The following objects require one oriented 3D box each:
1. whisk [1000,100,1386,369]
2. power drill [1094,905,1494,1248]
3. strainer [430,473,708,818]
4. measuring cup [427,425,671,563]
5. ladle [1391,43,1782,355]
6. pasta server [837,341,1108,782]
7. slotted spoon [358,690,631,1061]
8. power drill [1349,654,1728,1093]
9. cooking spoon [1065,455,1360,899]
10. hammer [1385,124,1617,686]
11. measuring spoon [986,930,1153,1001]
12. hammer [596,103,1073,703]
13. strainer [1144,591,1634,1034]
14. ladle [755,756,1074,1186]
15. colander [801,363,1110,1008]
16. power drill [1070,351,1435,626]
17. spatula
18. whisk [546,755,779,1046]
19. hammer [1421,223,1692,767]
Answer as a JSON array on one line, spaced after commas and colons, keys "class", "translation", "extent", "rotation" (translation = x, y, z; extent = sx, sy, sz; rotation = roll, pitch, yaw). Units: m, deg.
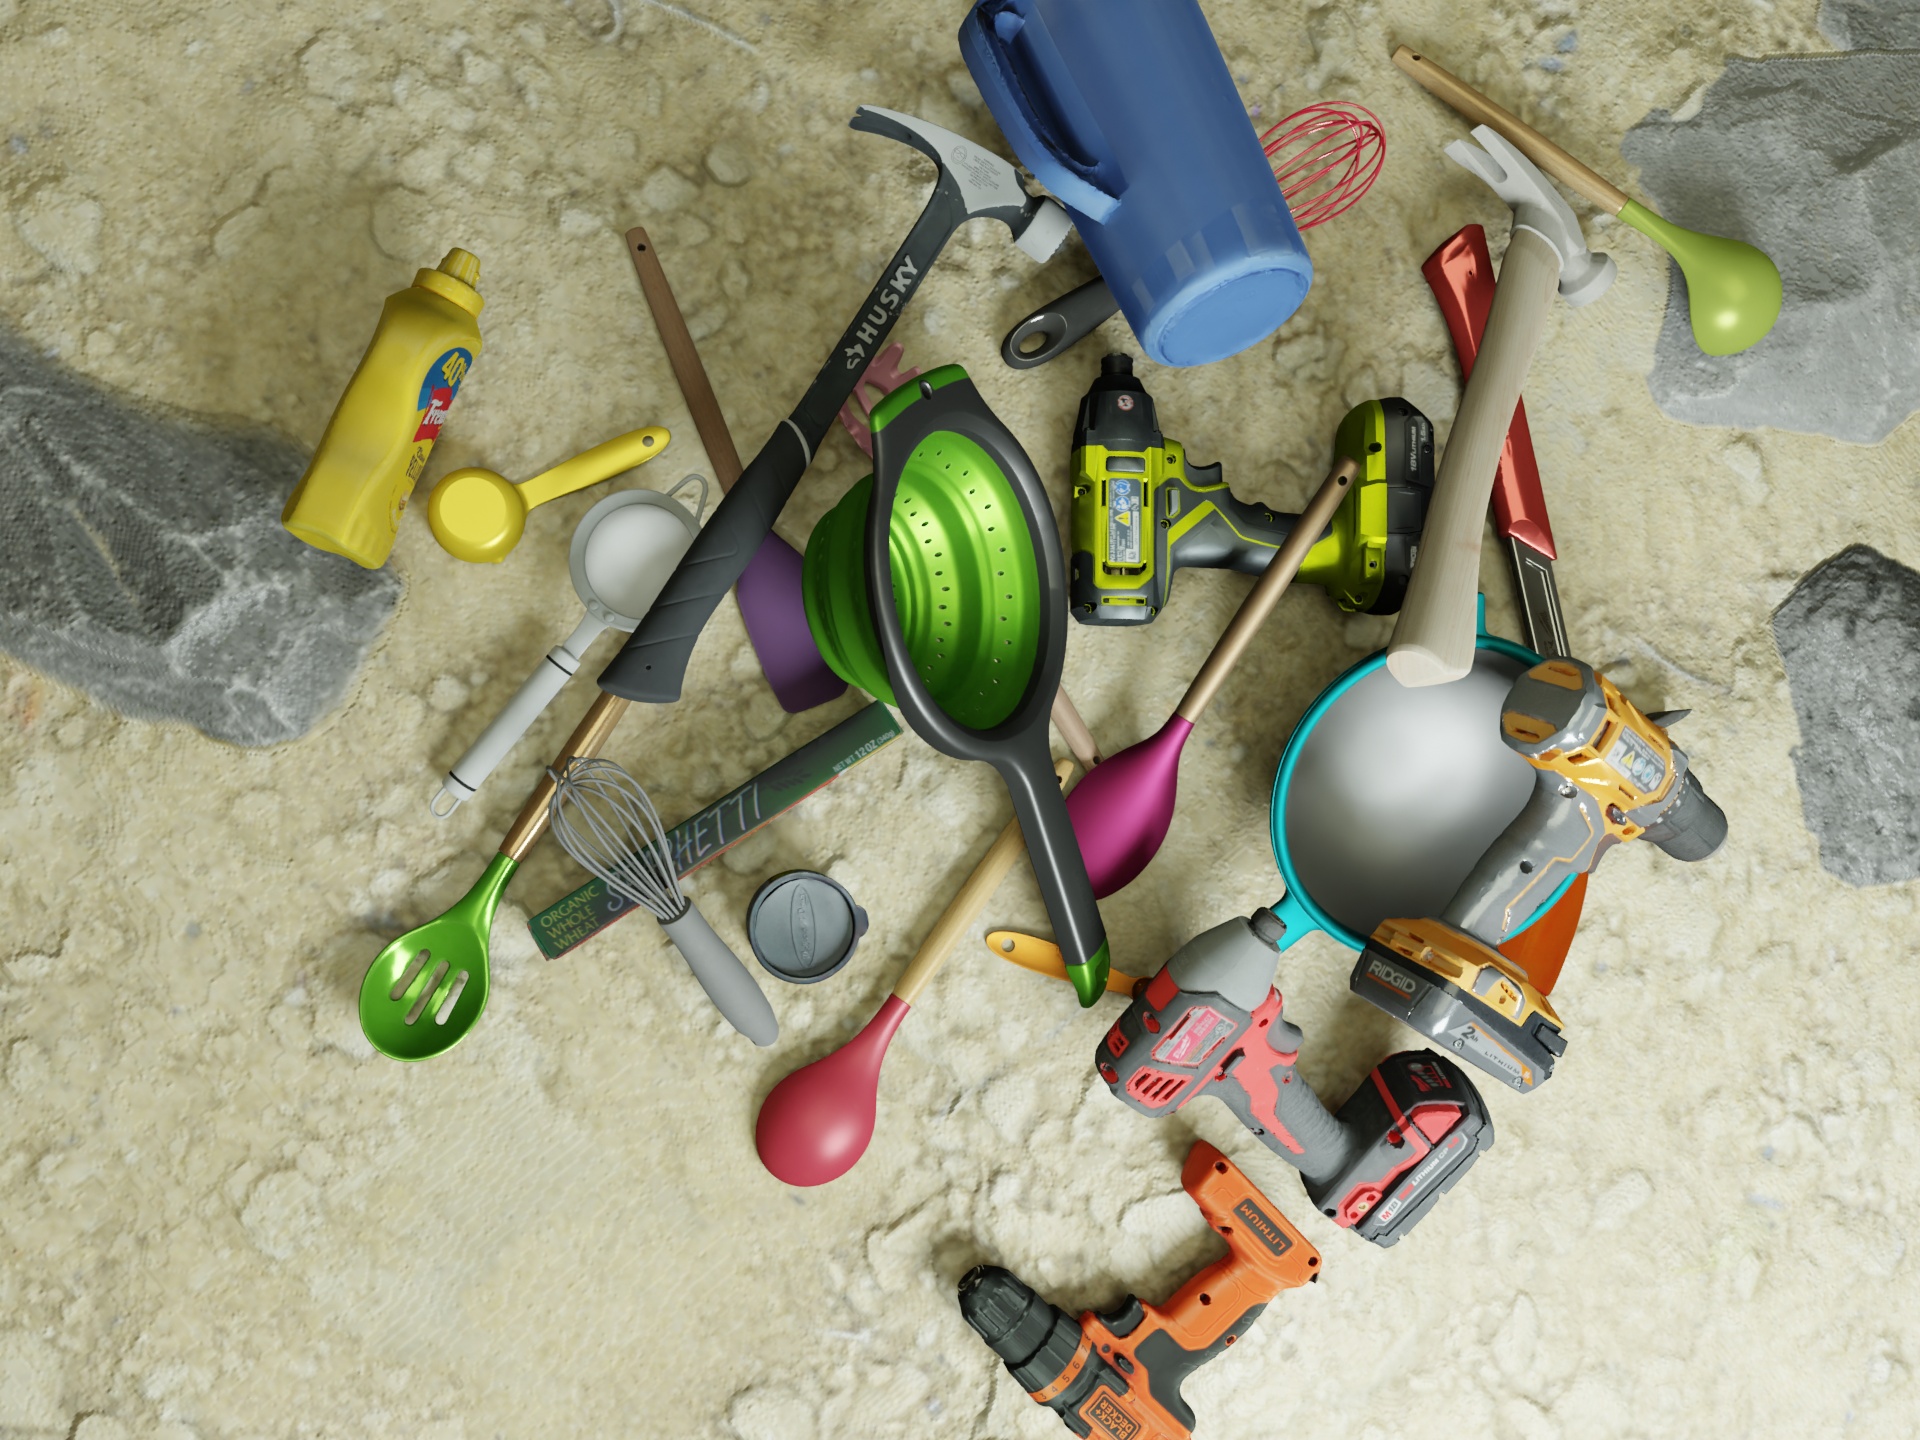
[{"class": "whisk", "translation": [0.152, -0.312, 1.031], "extent": [0.296, 0.073, 0.073], "rotation": [-33, 92, -4]}, {"class": "power drill", "translation": [0.205, 0.210, 0.961], "extent": [0.219, 0.079, 0.143], "rotation": [34, 104, -15]}, {"class": "strainer", "translation": [-0.235, -0.043, 0.958], "extent": [0.087, 0.050, 0.258], "rotation": [39, 87, 2]}, {"class": "measuring cup", "translation": [-0.249, -0.146, 0.965], "extent": [0.156, 0.029, 0.062], "rotation": [-26, 91, -8]}, {"class": "ladle", "translation": [0.426, -0.361, 1.091], "extent": [0.320, 0.062, 0.078], "rotation": [35, 76, 1]}, {"class": "pasta server", "translation": [0.010, -0.097, 1.002], "extent": [0.060, 0.040, 0.316], "rotation": [-33, 93, -17]}, {"class": "slotted spoon", "translation": [-0.254, 0.061, 0.955], "extent": [0.070, 0.031, 0.314], "rotation": [32, 80, -6]}, {"class": "power drill", "translation": [0.348, 0.099, 0.927], "extent": [0.185, 0.084, 0.226], "rotation": [32, 88, -30]}, {"class": "cooking spoon", "translation": [0.152, -0.023, 0.983], "extent": [0.068, 0.017, 0.319], "rotation": [30, 102, -7]}, {"class": "hammer", "translation": [0.312, -0.192, 0.962], "extent": [0.146, 0.038, 0.411], "rotation": [38, 56, -20]}, {"class": "measuring spoon", "translation": [0.071, 0.157, 1.012], "extent": [0.117, 0.011, 0.021], "rotation": [19, 85, -4]}, {"class": "hammer", "translation": [-0.091, -0.184, 0.944], "extent": [0.149, 0.036, 0.409], "rotation": [34, 78, -13]}, {"class": "strainer", "translation": [0.237, 0.080, 1.009], "extent": [0.340, 0.095, 0.211], "rotation": [-40, 106, 6]}, {"class": "ladle", "translation": [-0.021, 0.153, 0.989], "extent": [0.069, 0.031, 0.315], "rotation": [36, 80, -6]}, {"class": "colander", "translation": [-0.001, -0.003, 0.945], "extent": [0.094, 0.204, 0.396], "rotation": [-6, 112, 32]}, {"class": "power drill", "translation": [0.181, -0.146, 1.015], "extent": [0.223, 0.080, 0.171], "rotation": [1, 87, -6]}, {"class": "spatula", "translation": [-0.143, -0.158, 0.990], "extent": [0.060, 0.018, 0.316], "rotation": [-22, 92, -11]}, {"class": "whisk", "translation": [-0.166, 0.110, 0.912], "extent": [0.055, 0.055, 0.238], "rotation": [-35, 124, -10]}, {"class": "hammer", "translation": [0.382, -0.155, 1.068], "extent": [0.149, 0.037, 0.359], "rotation": [-12, 89, -10]}]
